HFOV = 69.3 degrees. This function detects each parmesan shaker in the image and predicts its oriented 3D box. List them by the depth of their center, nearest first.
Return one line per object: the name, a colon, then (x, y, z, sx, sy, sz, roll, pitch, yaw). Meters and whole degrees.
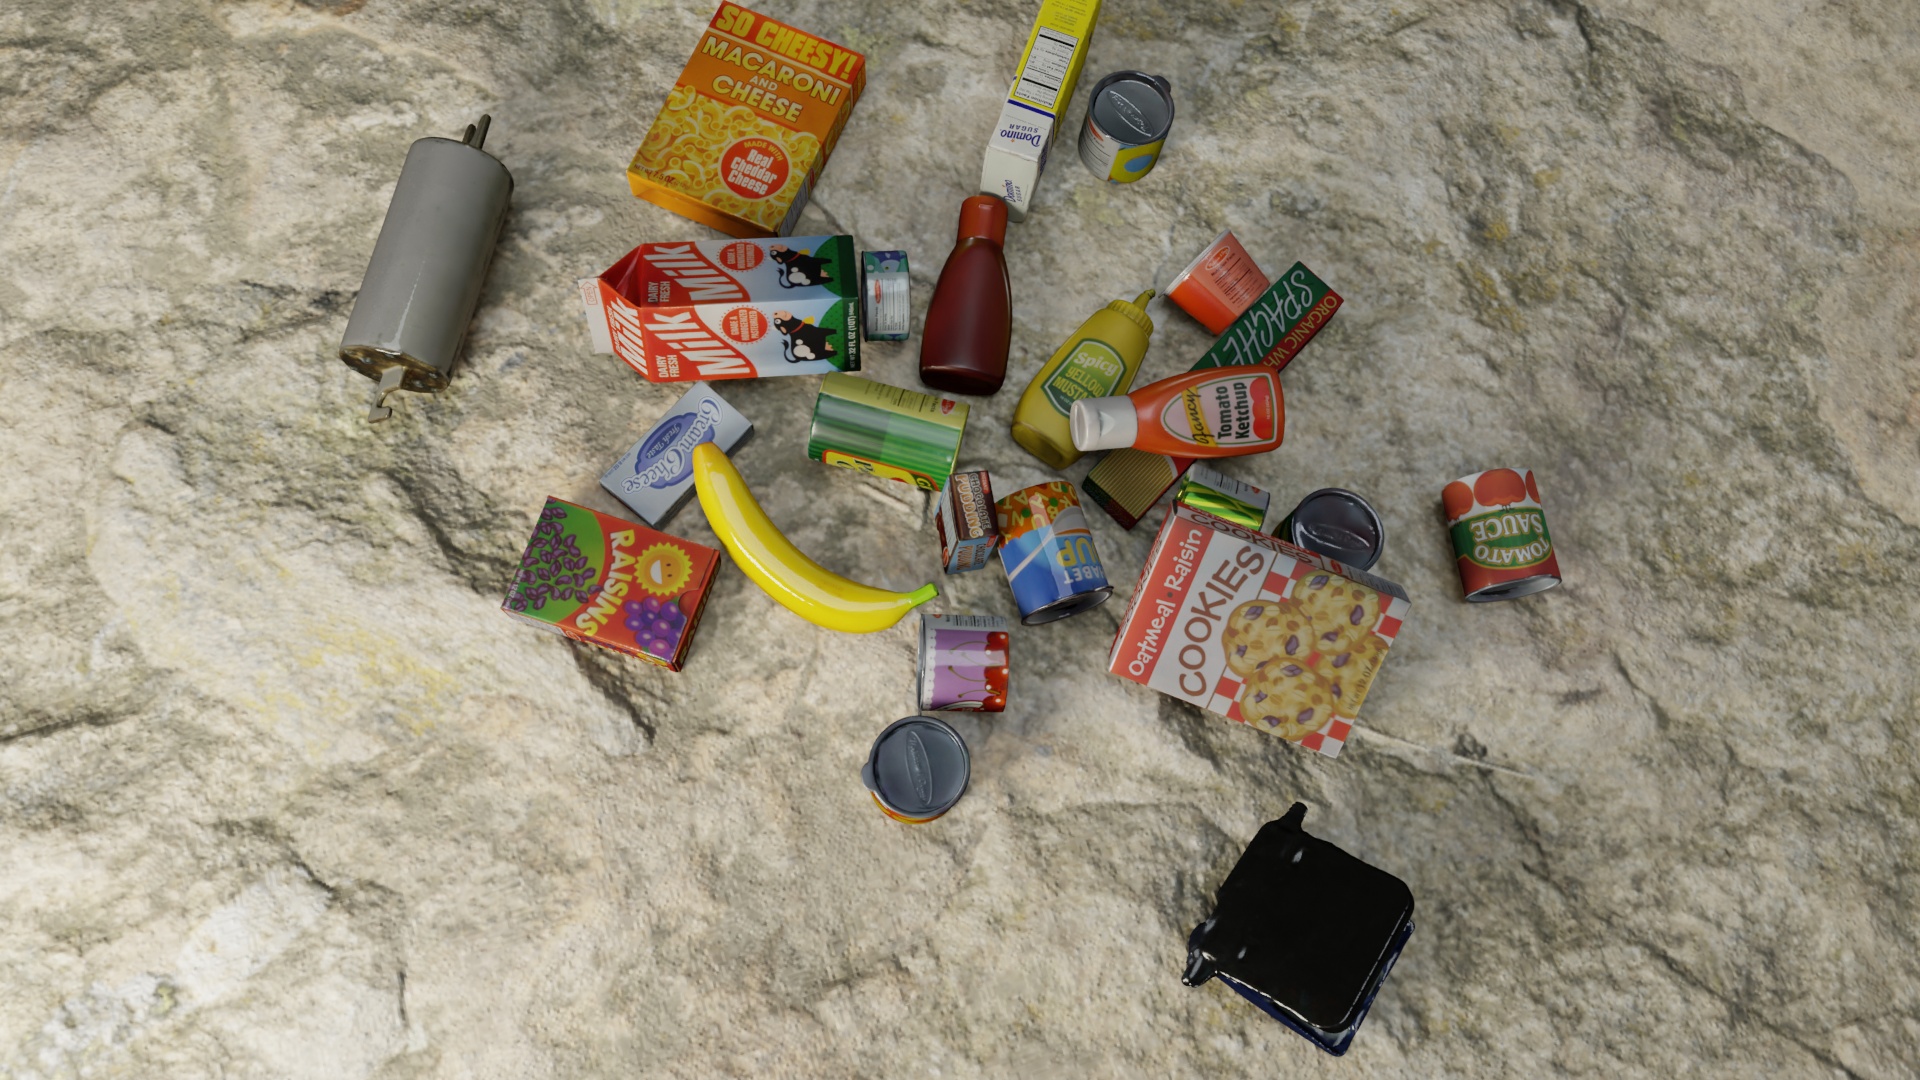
parmesan shaker: (-0.050, -0.077, 0.986, 0.103, 0.071, 0.071, 14, 73, 0)

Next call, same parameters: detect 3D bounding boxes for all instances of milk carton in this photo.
milk carton: (-0.168, -0.164, 0.986, 0.191, 0.072, 0.074, -4, 50, -6)

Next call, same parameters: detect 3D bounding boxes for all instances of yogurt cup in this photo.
yogurt cup: (0.194, -0.191, 1.042, 0.054, 0.072, 0.072, 45, 75, 0)

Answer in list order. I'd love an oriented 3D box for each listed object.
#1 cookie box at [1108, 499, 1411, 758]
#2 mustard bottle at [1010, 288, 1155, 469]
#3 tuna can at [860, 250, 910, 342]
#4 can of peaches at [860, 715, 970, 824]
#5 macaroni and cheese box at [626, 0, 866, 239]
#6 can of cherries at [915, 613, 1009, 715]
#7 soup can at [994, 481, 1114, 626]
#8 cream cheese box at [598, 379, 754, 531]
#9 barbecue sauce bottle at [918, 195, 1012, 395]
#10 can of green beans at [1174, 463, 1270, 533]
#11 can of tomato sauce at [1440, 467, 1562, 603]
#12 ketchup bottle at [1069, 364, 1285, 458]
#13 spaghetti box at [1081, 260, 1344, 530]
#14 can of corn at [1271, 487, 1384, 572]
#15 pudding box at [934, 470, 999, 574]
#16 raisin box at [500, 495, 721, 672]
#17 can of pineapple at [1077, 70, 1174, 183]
cookie box: (0.200, 0.060, 0.946, 0.167, 0.040, 0.122, 21, 108, 2)
mustard bottle: (0.100, -0.129, 1.021, 0.065, 0.048, 0.161, 34, 73, 0)
tuna can: (-0.055, -0.179, 1.016, 0.033, 0.071, 0.071, -2, 74, -7)
can of peaches: (-0.031, 0.153, 0.918, 0.071, 0.058, 0.071, 1, 74, -4)
macaroni and cheese box: (-0.161, -0.316, 1.061, 0.124, 0.040, 0.167, 23, 73, 2)
can of cherries: (0.001, 0.086, 0.939, 0.058, 0.071, 0.071, 2, 73, -5)
soup can: (0.063, 0.008, 0.965, 0.071, 0.071, 0.084, -15, 75, -9)
cream cheese box: (-0.200, -0.060, 0.987, 0.053, 0.024, 0.104, 40, 74, 6)
barbecue sauce bottle: (0.009, -0.184, 1.033, 0.065, 0.043, 0.149, 9, 72, -3)
can of green beans: (0.179, -0.014, 0.984, 0.058, 0.071, 0.071, 22, 73, 3)
can of tomato sauce: (0.387, -0.004, 0.996, 0.071, 0.071, 0.083, -6, 73, -7)
ketchup bottle: (0.152, -0.087, 0.978, 0.149, 0.043, 0.064, -6, 95, -14)
spaghetti box: (0.190, -0.111, 1.034, 0.050, 0.028, 0.251, 43, 75, 7)
can of corn: (0.258, 0.005, 0.989, 0.071, 0.058, 0.071, 1, 73, -5)
pudding box: (0.003, -0.012, 0.959, 0.030, 0.083, 0.050, -7, 74, -10)
raisin box: (-0.236, 0.030, 0.948, 0.123, 0.040, 0.086, 18, 72, 0)
can of pineapple: (0.129, -0.320, 1.077, 0.071, 0.057, 0.071, 1, 73, -5)
